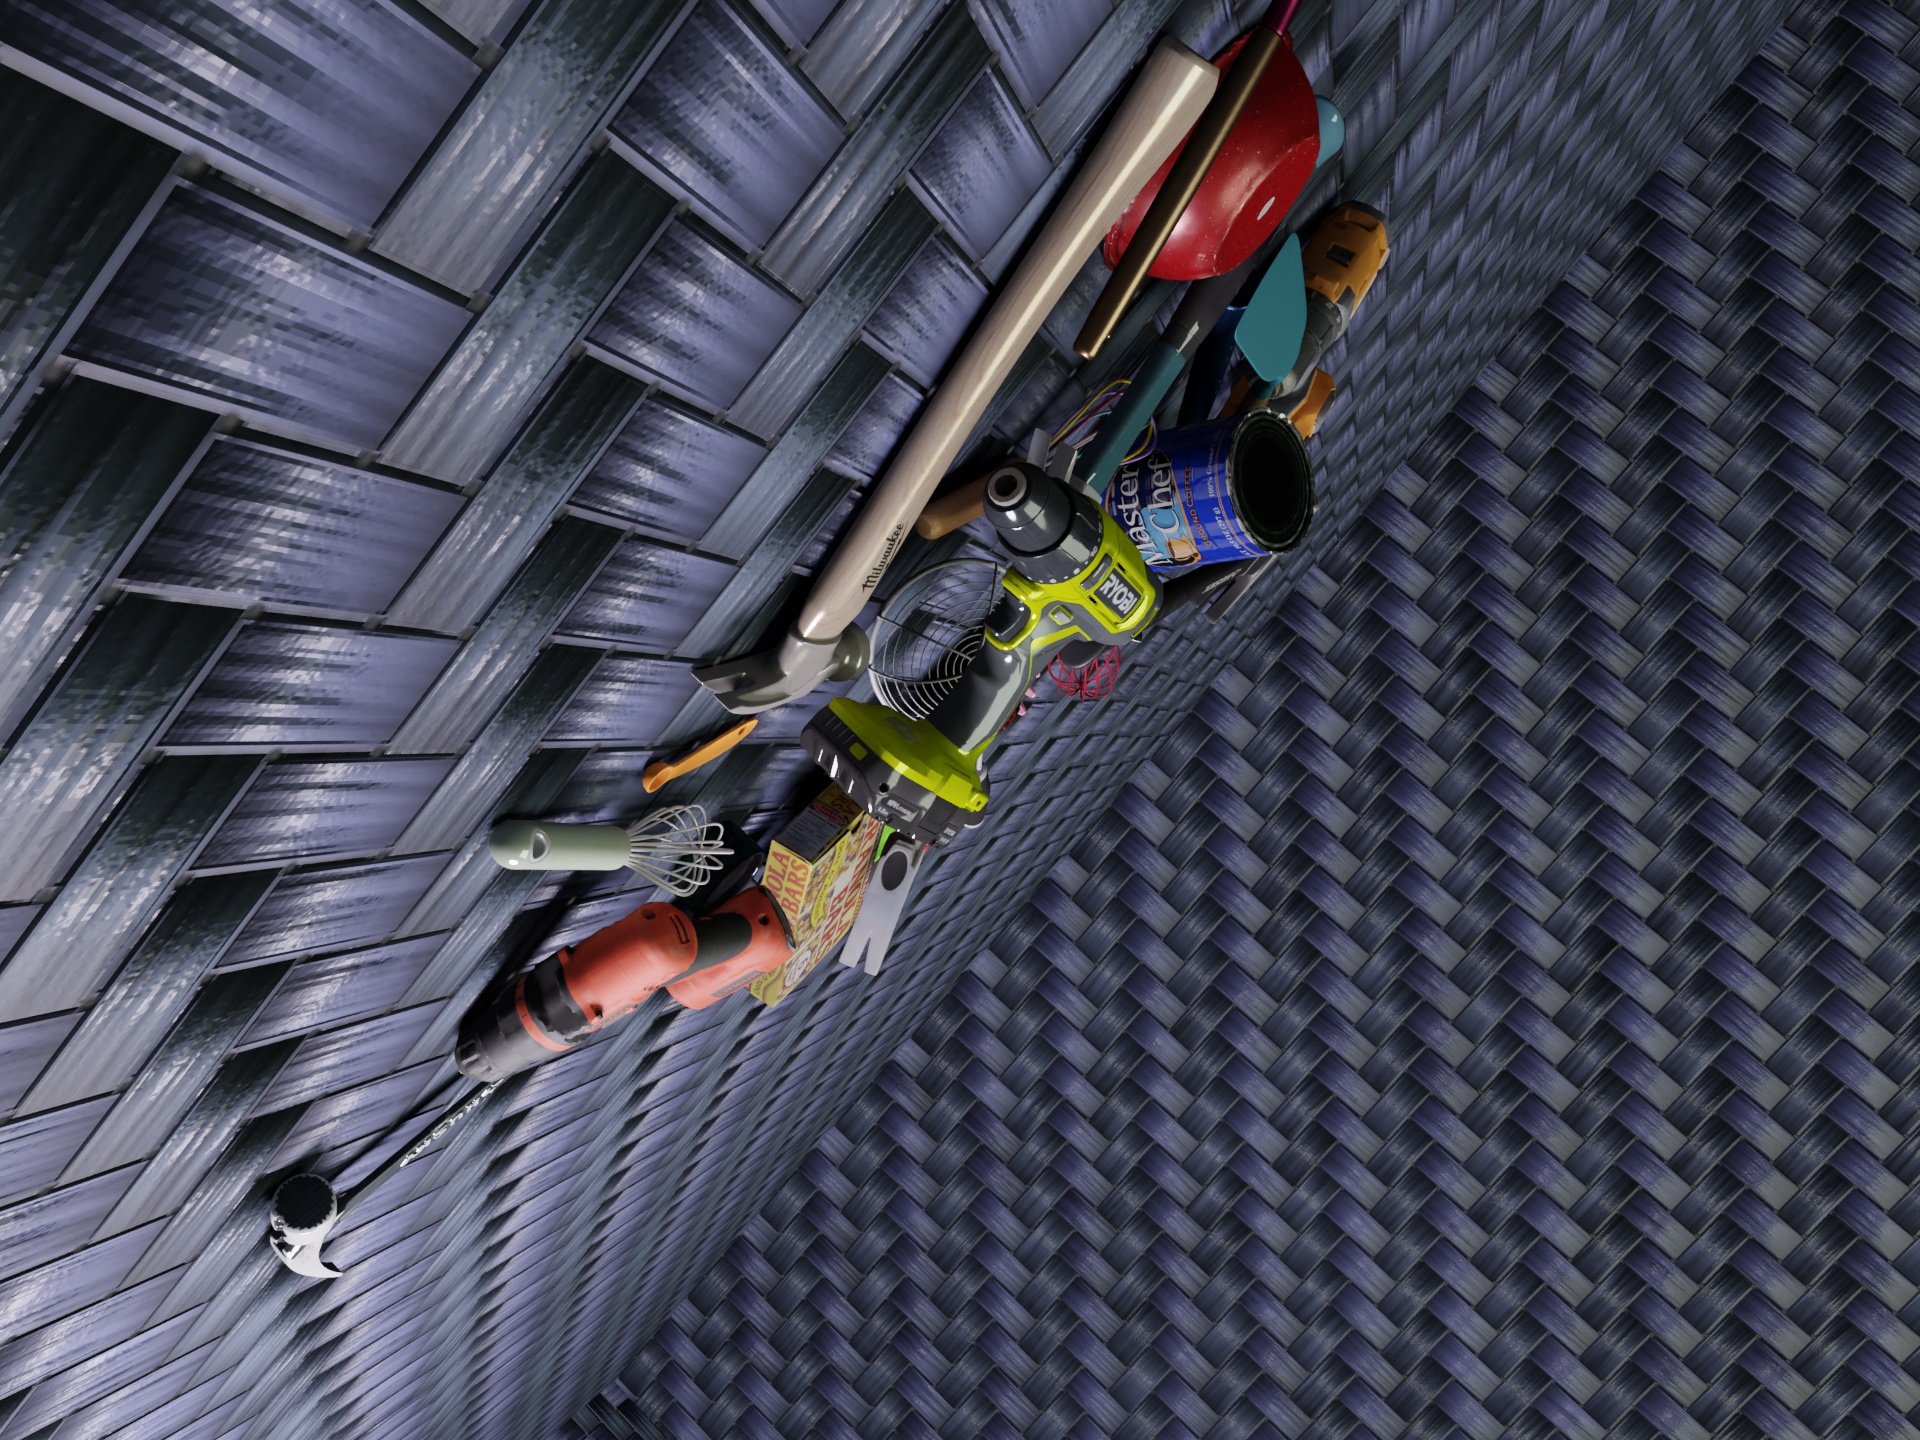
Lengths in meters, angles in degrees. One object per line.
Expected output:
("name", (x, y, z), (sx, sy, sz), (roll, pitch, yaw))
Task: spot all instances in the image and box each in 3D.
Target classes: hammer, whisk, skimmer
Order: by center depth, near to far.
("hammer", (-0.003, -0.168, 0.836), (0.410, 0.038, 0.146), (-54, 166, 25))
("whisk", (-0.195, 0.072, 0.903), (0.246, 0.059, 0.058), (20, 75, -74))
("hammer", (0.143, -0.247, 1.016), (0.331, 0.033, 0.128), (-57, 152, 3))
("whisk", (0.053, -0.172, 1.041), (0.245, 0.051, 0.047), (-33, 141, -40))
("hammer", (-0.284, 0.221, 1.076), (0.409, 0.036, 0.149), (-40, 167, -38))
("skimmer", (-0.002, -0.004, 1.199), (0.127, 0.090, 0.363), (-26, 163, -9))
("hammer", (0.177, -0.209, 1.284), (0.405, 0.035, 0.144), (98, 12, -64))
("hammer", (0.177, -0.102, 1.298), (0.335, 0.035, 0.146), (-29, 162, -50))
("hammer", (-0.040, 0.115, 1.416), (0.386, 0.038, 0.143), (-43, 154, -83))
("whisk", (0.122, -0.092, 1.498), (0.073, 0.073, 0.295), (-45, 163, -15))

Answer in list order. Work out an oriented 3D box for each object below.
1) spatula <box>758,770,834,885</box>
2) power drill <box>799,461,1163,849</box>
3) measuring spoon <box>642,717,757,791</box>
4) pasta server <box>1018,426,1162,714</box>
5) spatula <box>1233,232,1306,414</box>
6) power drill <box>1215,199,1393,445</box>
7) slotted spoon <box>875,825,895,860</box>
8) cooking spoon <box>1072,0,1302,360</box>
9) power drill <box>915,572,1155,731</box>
("spatula", (-0.137, 0.105, 1.283), (0.060, 0.018, 0.315), (-37, 164, -54))
("power drill", (0.013, -0.042, 0.962), (0.228, 0.080, 0.190), (-50, 150, 4))
("measuring spoon", (-0.155, 0.017, 0.950), (0.021, 0.011, 0.117), (-55, 171, 29))
("pasta server", (0.091, -0.116, 1.353), (0.060, 0.040, 0.316), (-10, 142, -45))
("spatula", (0.202, -0.235, 1.146), (0.082, 0.044, 0.317), (-60, 176, -11))
("power drill", (0.262, -0.280, 1.280), (0.185, 0.084, 0.226), (-57, 171, -25))
("slotted spoon", (-0.127, 0.139, 1.329), (0.070, 0.031, 0.314), (-56, 170, 24))
("cooking spoon", (0.144, -0.327, 0.811), (0.319, 0.017, 0.069), (-59, 172, 11))
("power drill", (0.048, -0.065, 1.275), (0.219, 0.078, 0.143), (-50, 167, 21))
